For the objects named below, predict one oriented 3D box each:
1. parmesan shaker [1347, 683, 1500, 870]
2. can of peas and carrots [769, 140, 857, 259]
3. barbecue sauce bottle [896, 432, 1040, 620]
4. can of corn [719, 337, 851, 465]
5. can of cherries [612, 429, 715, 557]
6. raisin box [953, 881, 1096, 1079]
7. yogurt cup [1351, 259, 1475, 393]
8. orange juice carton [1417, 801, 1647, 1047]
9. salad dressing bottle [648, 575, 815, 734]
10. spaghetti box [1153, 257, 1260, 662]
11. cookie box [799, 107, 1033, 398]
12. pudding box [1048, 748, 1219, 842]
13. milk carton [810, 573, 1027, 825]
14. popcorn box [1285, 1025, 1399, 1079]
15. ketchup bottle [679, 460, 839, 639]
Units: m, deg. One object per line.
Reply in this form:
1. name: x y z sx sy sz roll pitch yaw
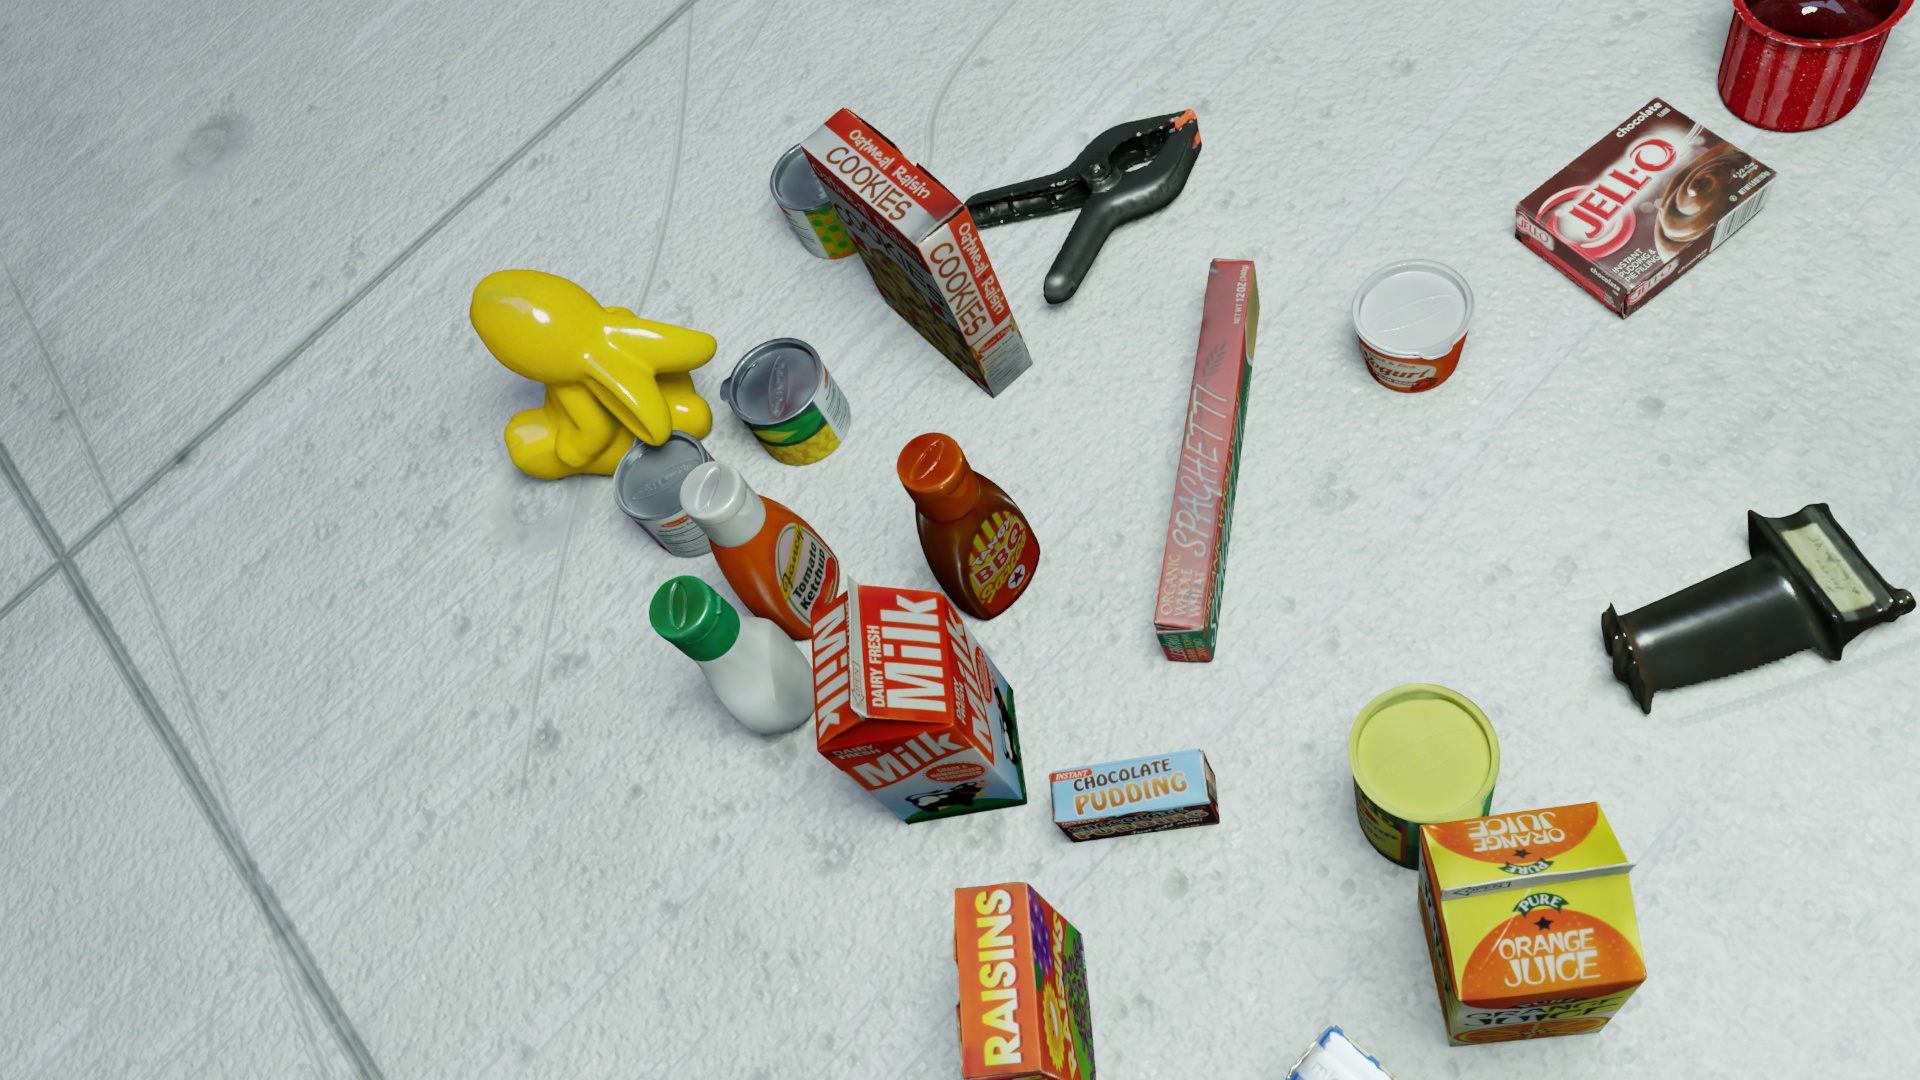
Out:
1. parmesan shaker: 0.226 0.120 0.676 0.071 0.102 0.071 -7 62 14
2. can of peas and carrots: -0.092 -0.245 0.992 0.071 0.058 0.071 -7 62 14
3. barbecue sauce bottle: 0.003 -0.010 0.788 0.044 0.148 0.065 30 76 28
4. can of corn: -0.115 -0.090 0.919 0.071 0.058 0.071 -7 62 14
5. can of cherries: -0.184 -0.032 0.910 0.071 0.058 0.072 -7 62 14
6. raisin box: 0.032 0.222 0.673 0.040 0.123 0.086 -10 61 13
7. yogurt cup: 0.266 -0.123 0.819 0.072 0.053 0.072 -7 62 14
8. orange juice carton: 0.241 0.166 0.596 0.072 0.192 0.073 -11 61 12
9. salad dressing bottle: -0.127 0.065 0.790 0.044 0.147 0.064 -13 61 11
10. spaghetti box: 0.148 -0.051 0.821 0.029 0.050 0.251 4 65 19
11. cookie box: -0.024 -0.178 0.872 0.040 0.167 0.123 -42 59 -6
12. pudding box: 0.093 0.137 0.741 0.083 0.049 0.030 -10 61 12
13. milk carton: -0.025 0.086 0.722 0.073 0.190 0.072 -12 61 12
14. popcorn box: 0.205 0.275 0.613 0.127 0.085 0.038 38 80 30
15. ketchup bottle: -0.118 0.004 0.818 0.043 0.148 0.065 7 66 21
